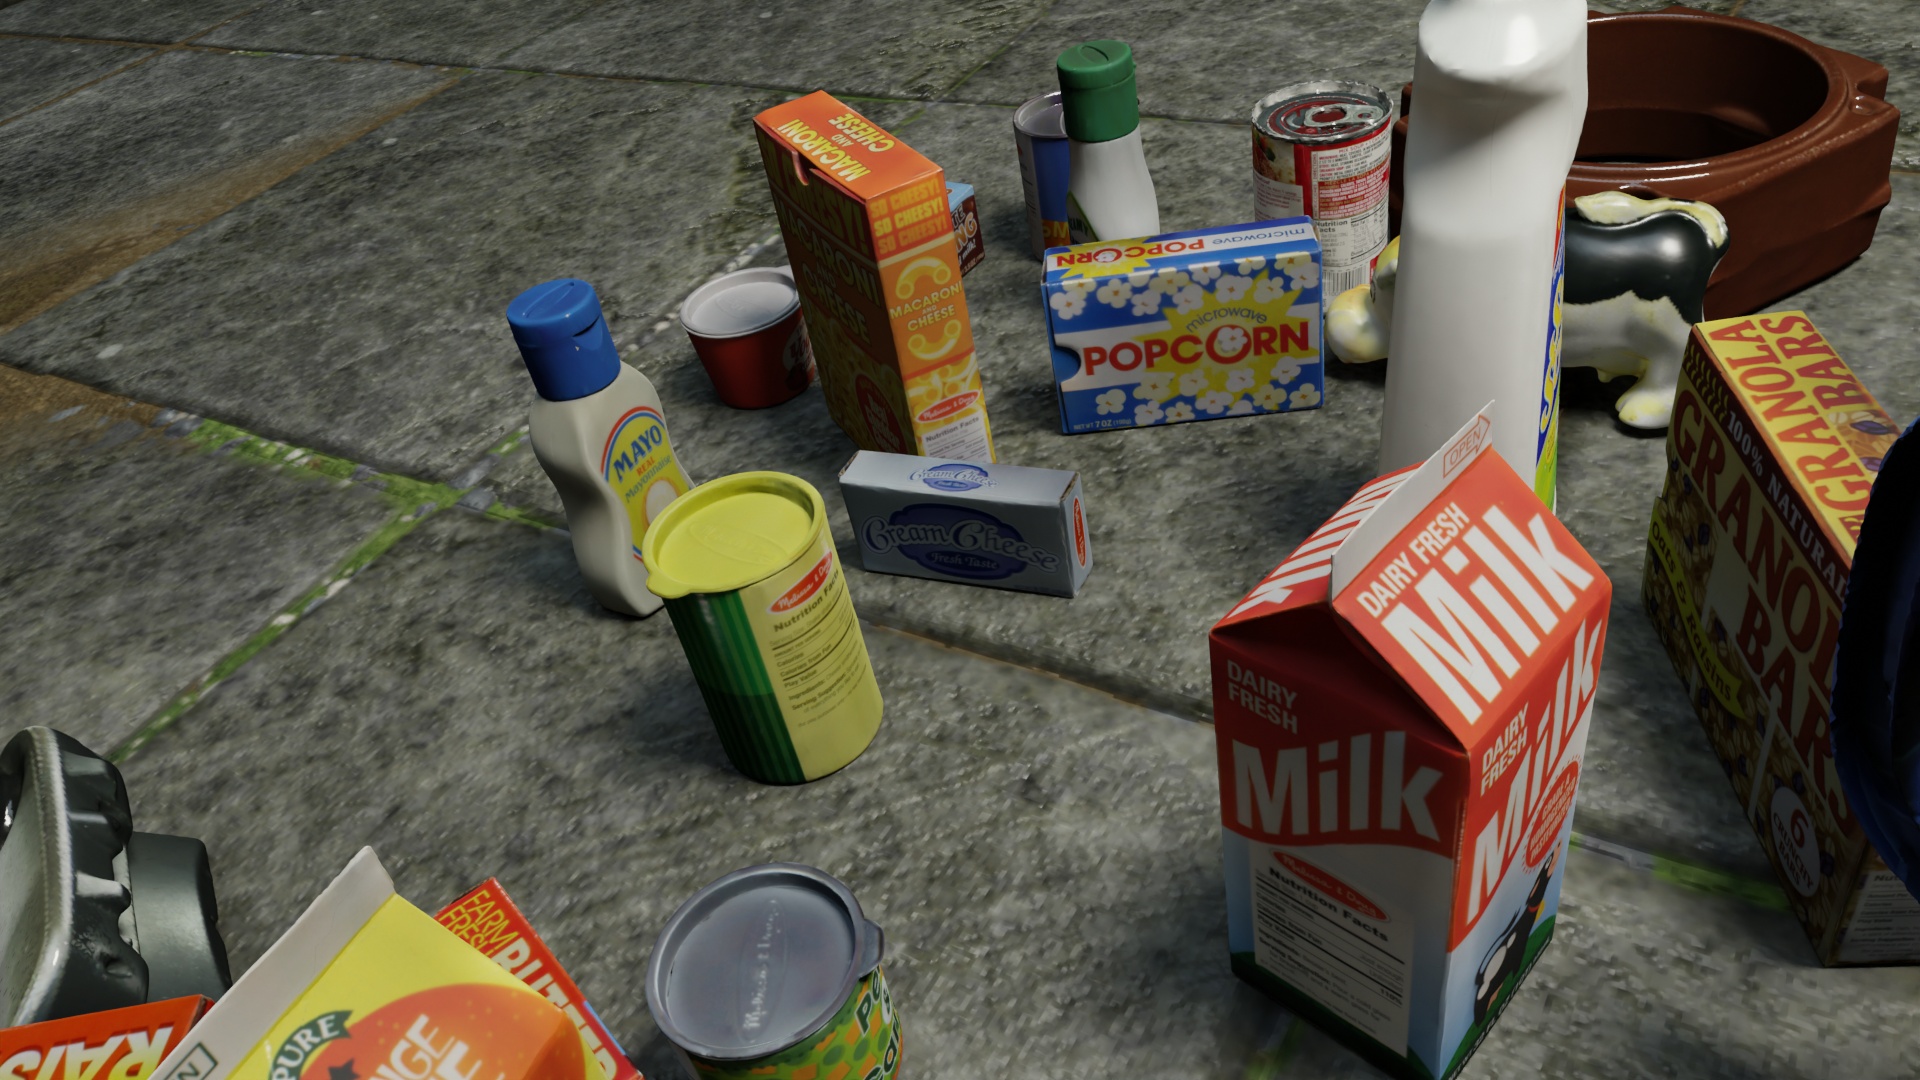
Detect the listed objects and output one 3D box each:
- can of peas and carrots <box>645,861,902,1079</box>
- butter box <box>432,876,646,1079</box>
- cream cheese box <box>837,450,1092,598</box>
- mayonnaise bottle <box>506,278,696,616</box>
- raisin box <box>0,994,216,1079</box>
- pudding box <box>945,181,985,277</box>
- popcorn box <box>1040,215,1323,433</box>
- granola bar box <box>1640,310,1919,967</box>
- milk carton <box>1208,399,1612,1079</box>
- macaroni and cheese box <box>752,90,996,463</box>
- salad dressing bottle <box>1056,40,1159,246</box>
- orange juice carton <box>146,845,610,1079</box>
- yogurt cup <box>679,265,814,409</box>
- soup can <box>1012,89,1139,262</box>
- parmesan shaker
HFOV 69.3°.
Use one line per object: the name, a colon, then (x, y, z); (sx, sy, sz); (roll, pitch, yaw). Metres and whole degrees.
can of peas and carrots: (-0.052, 0.141, 0.420); (0.071, 0.058, 0.071); (-7, 39, 6)
butter box: (-0.124, 0.153, 0.429); (0.024, 0.052, 0.104); (-34, 43, -25)
cream cheese box: (0.002, -0.007, 0.594); (0.104, 0.053, 0.024); (7, 42, 23)
mayonnaise bottle: (-0.152, -0.039, 0.598); (0.041, 0.147, 0.065); (13, 45, 28)
raisin box: (-0.216, 0.176, 0.368); (0.086, 0.122, 0.040); (-10, 38, 3)
pudding box: (-0.022, -0.167, 0.801); (0.030, 0.049, 0.084); (16, 46, 31)
popcorn box: (0.106, -0.100, 0.656); (0.127, 0.084, 0.038); (-6, 39, 8)
granola bar box: (0.263, 0.025, 0.429); (0.039, 0.123, 0.166); (-6, 39, 8)
milk carton: (0.119, 0.057, 0.374); (0.073, 0.189, 0.072); (26, 52, 38)
macaroni and cheese box: (-0.038, -0.105, 0.634); (0.040, 0.165, 0.124); (-26, 40, -16)
salad dressing bottle: (0.076, -0.177, 0.709); (0.044, 0.147, 0.064); (-19, 39, -8)
orange juice carton: (-0.118, 0.155, 0.314); (0.073, 0.191, 0.072); (10, 44, 26)
yogurt cup: (-0.111, -0.107, 0.747); (0.072, 0.053, 0.073); (-7, 39, 6)
soup can: (0.071, -0.209, 0.800); (0.071, 0.083, 0.072); (-7, 39, 6)
parmesan shaker: (-0.074, 0.036, 0.521); (0.071, 0.102, 0.072); (-7, 39, 6)
